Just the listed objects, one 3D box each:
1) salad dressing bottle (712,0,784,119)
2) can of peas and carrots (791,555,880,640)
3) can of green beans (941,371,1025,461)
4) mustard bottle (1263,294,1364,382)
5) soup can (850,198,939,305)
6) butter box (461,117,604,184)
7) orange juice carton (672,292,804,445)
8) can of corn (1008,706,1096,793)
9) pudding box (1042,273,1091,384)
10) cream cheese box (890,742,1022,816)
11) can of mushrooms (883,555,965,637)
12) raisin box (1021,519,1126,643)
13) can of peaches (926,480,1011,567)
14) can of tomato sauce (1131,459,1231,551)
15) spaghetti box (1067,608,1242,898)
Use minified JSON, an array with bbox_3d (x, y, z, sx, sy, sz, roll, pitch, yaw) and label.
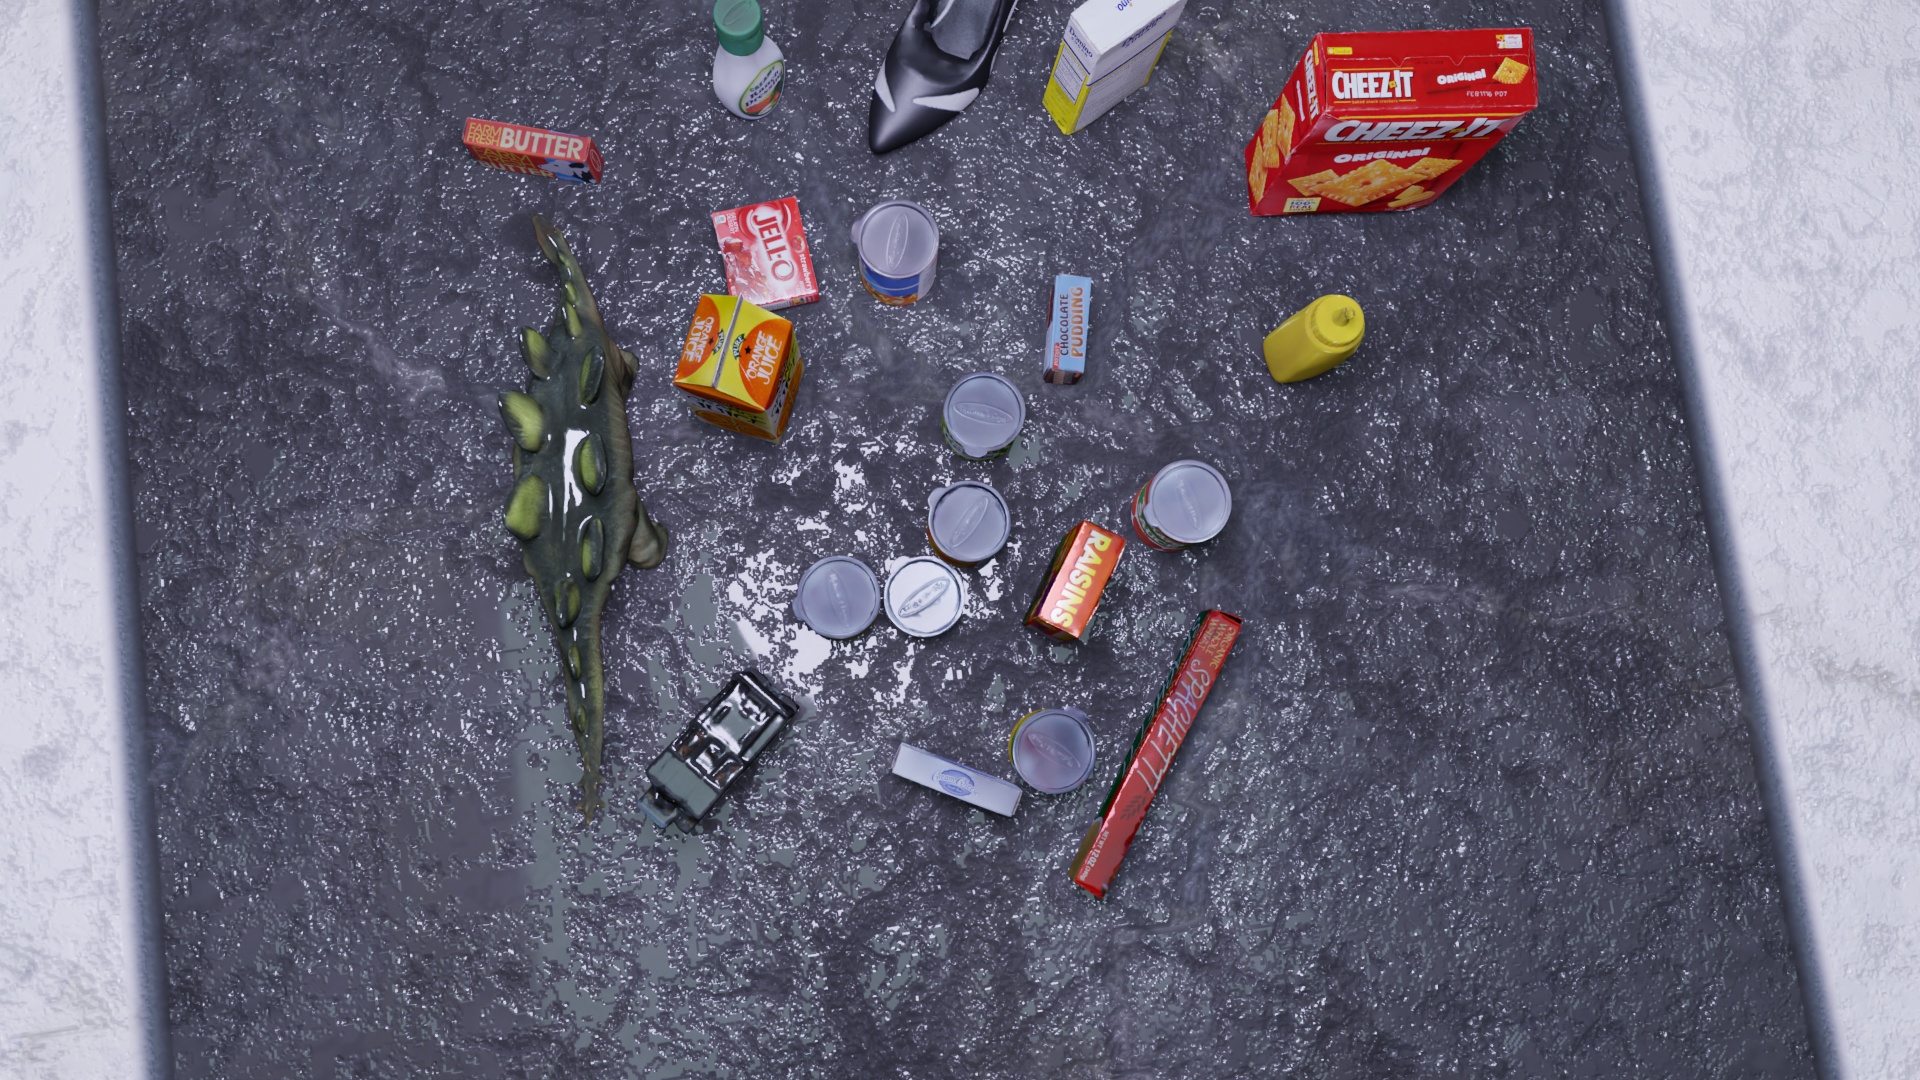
[{"bbox_3d":[-0.174,-0.393,1.126,0.044,0.147,0.064,45,83,2],"label":"salad dressing bottle"},{"bbox_3d":[-0.100,0.048,1.121,0.071,0.058,0.071,0,83,-3],"label":"can of peas and carrots"},{"bbox_3d":[0.018,-0.101,1.146,0.071,0.057,0.071,0,83,-3],"label":"can of green beans"},{"bbox_3d":[0.291,-0.166,1.118,0.065,0.160,0.049,-18,85,-5],"label":"mustard bottle"},{"bbox_3d":[-0.054,-0.237,1.146,0.071,0.083,0.071,0,83,-3],"label":"soup can"},{"bbox_3d":[-0.355,-0.323,1.155,0.103,0.053,0.024,9,83,-2],"label":"butter box"},{"bbox_3d":[-0.170,-0.133,1.072,0.073,0.192,0.072,17,83,-1],"label":"orange juice carton"},{"bbox_3d":[0.074,0.166,1.117,0.071,0.058,0.071,0,83,-3],"label":"can of corn"},{"bbox_3d":[0.089,-0.177,1.164,0.030,0.049,0.084,5,83,-2],"label":"pudding box"},{"bbox_3d":[-0.004,0.191,1.112,0.104,0.053,0.024,21,83,0],"label":"cream cheese box"},{"bbox_3d":[-0.031,0.045,1.138,0.071,0.033,0.071,0,83,-3],"label":"can of mushrooms"},{"bbox_3d":[0.088,0.035,1.101,0.040,0.123,0.086,27,83,0],"label":"raisin box"},{"bbox_3d":[0.004,-0.014,1.135,0.071,0.058,0.071,0,83,-3],"label":"can of peaches"},{"bbox_3d":[0.177,-0.025,1.133,0.071,0.083,0.071,0,83,-3],"label":"can of tomato sauce"},{"bbox_3d":[0.157,0.169,1.125,0.029,0.050,0.250,28,82,0],"label":"spaghetti box"}]
